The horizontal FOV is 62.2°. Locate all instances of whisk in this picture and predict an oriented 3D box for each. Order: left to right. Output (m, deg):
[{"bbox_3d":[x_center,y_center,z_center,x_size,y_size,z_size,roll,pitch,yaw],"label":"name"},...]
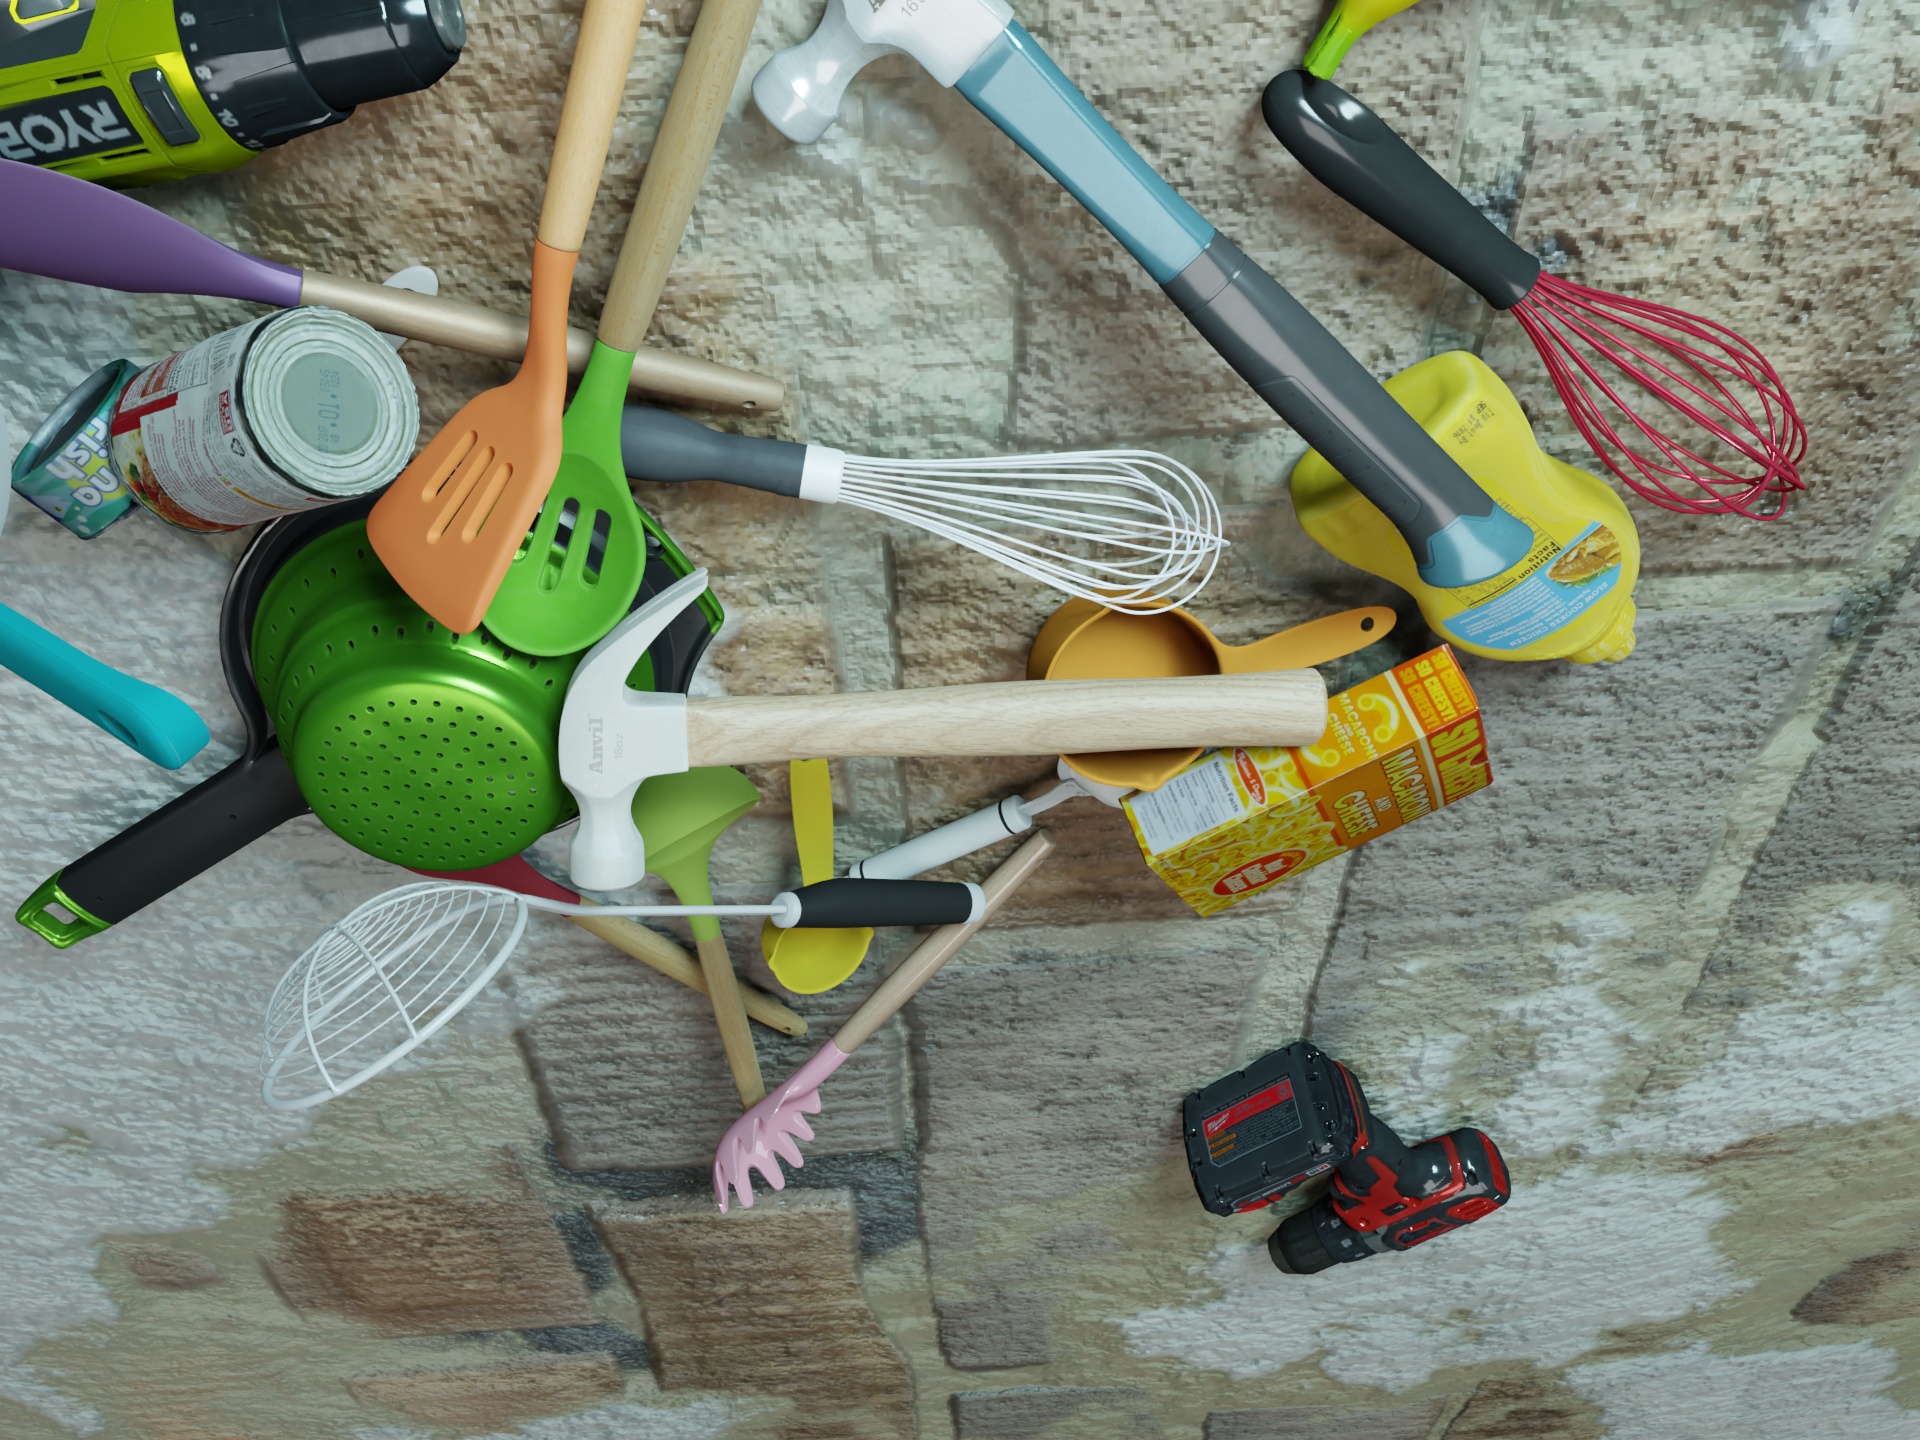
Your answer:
[{"bbox_3d":[-0.026,-0.097,0.660,0.284,0.070,0.070,9,135,-7],"label":"whisk"},{"bbox_3d":[0.228,-0.160,0.618,0.295,0.073,0.073,28,127,-23],"label":"whisk"}]

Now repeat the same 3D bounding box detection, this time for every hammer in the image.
[{"bbox_3d":[-0.001,-0.002,0.678,0.331,0.031,0.130,-3,109,-12],"label":"hammer"},{"bbox_3d":[0.090,-0.158,0.576,0.330,0.033,0.128,38,123,-21],"label":"hammer"}]

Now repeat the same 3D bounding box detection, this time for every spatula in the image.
[{"bbox_3d":[-0.209,-0.150,0.570,0.315,0.018,0.060,8,157,-30],"label":"spatula"},{"bbox_3d":[-0.135,-0.182,0.526,0.041,0.081,0.322,-10,131,-46],"label":"spatula"}]

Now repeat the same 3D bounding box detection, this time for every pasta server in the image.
[{"bbox_3d":[-0.047,0.176,0.915,0.316,0.040,0.060,-47,152,22],"label":"pasta server"}]

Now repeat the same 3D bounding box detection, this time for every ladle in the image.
[{"bbox_3d":[-0.197,0.113,0.883,0.069,0.031,0.315,-32,131,24],"label":"ladle"},{"bbox_3d":[-0.129,0.141,0.879,0.078,0.062,0.319,-29,138,-23],"label":"ladle"}]

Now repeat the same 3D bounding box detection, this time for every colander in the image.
[{"bbox_3d":[-0.292,0.035,0.715,0.397,0.095,0.204,-29,125,16],"label":"colander"}]

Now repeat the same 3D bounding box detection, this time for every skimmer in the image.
[{"bbox_3d":[-0.136,0.120,0.752,0.363,0.090,0.127,4,175,-38],"label":"skimmer"}]

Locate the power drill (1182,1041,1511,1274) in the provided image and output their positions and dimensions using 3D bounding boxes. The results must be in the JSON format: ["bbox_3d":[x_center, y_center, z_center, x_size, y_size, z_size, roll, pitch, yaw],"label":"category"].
[{"bbox_3d":[0.248,0.318,1.100,0.188,0.080,0.226,-36,131,28],"label":"power drill"}]

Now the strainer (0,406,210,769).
[{"bbox_3d":[-0.352,-0.092,0.533,0.340,0.095,0.210,28,143,16],"label":"strainer"}]

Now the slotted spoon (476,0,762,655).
[{"bbox_3d":[-0.113,-0.158,0.572,0.070,0.031,0.313,20,119,-12],"label":"slotted spoon"}]

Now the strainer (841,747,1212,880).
[{"bbox_3d":[0.037,0.048,0.828,0.258,0.050,0.086,-25,146,24],"label":"strainer"}]

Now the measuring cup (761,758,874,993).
[{"bbox_3d":[-0.081,0.072,0.837,0.062,0.029,0.156,-14,118,-26],"label":"measuring cup"}]

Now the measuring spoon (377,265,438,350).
[{"bbox_3d":[-0.245,-0.134,0.627,0.124,0.018,0.034,-36,128,28],"label":"measuring spoon"}]

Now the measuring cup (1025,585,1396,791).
[{"bbox_3d":[0.113,-0.030,0.740,0.173,0.052,0.095,-17,111,-9],"label":"measuring cup"}]

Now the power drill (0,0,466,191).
[{"bbox_3d":[-0.269,-0.262,0.454,0.190,0.080,0.228,-9,139,6],"label":"power drill"}]
